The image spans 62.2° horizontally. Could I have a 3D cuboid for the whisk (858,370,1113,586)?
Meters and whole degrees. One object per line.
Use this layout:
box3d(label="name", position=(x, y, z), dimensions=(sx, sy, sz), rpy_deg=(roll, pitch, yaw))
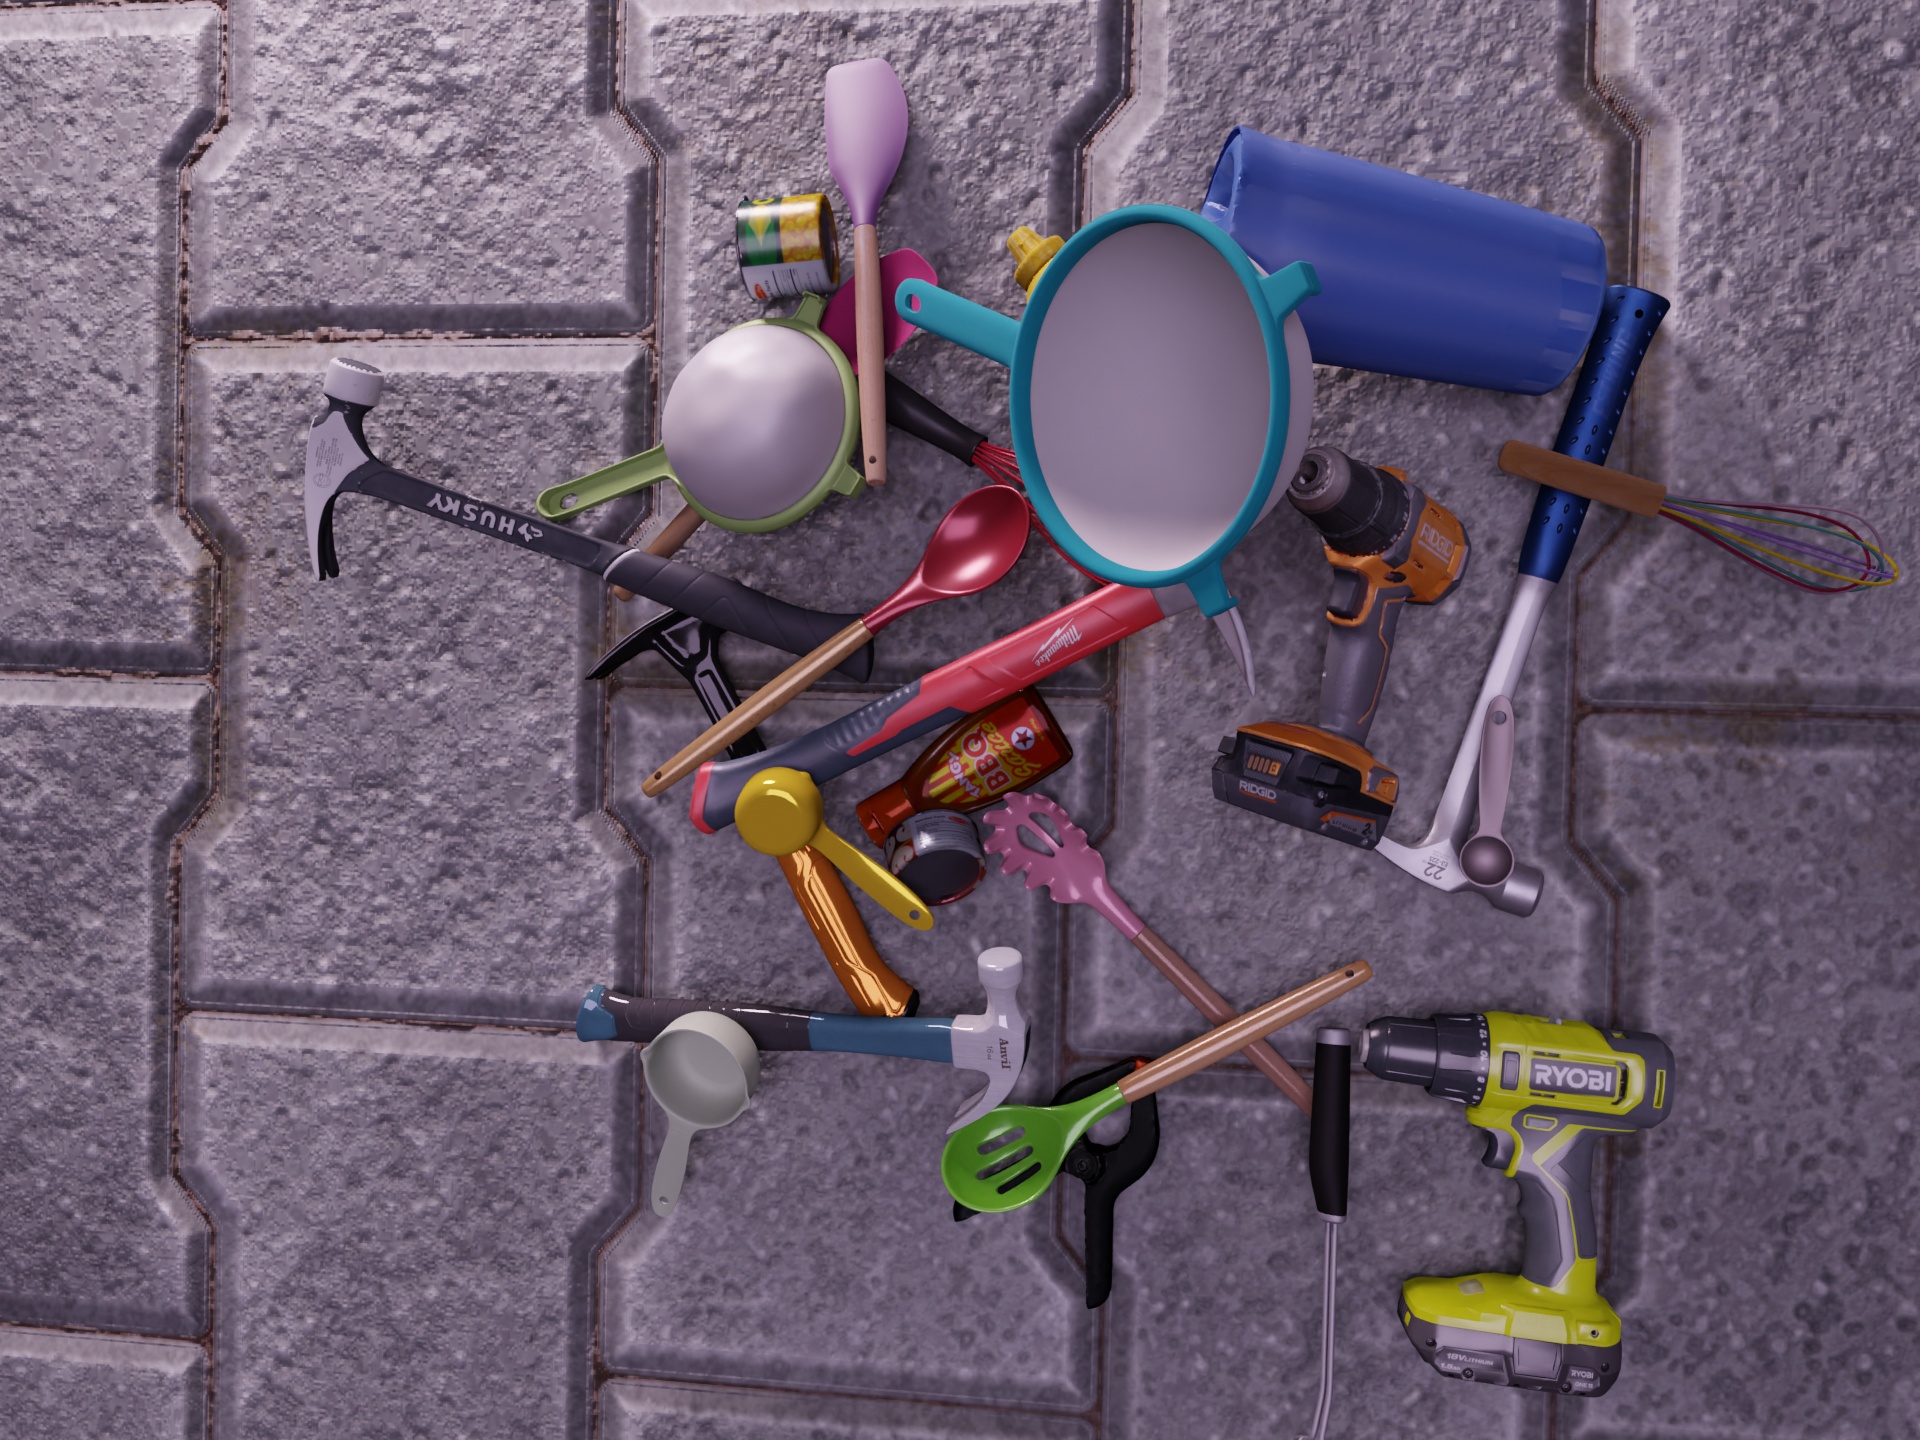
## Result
box3d(label="whisk", position=(0.029, -0.173, 1.076), dimensions=(0.296, 0.073, 0.073), rpy_deg=(32, 95, 13))

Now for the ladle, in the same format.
box3d(label="ladle", position=(-0.082, -0.045, 1.043), dimensions=(0.315, 0.031, 0.069), rpy_deg=(-36, 57, 3))

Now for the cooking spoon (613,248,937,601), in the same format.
box3d(label="cooking spoon", position=(-0.133, -0.198, 1.100), dimensions=(0.319, 0.017, 0.069), rpy_deg=(-45, 66, 12))

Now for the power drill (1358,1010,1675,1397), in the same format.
box3d(label="power drill", position=(0.349, 0.302, 1.031), dimensions=(0.190, 0.080, 0.228), rpy_deg=(5, 89, 7))

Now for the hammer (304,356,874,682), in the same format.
box3d(label="hammer", position=(-0.251, -0.107, 1.077), dimensions=(0.409, 0.036, 0.149), rpy_deg=(20, 103, 0))

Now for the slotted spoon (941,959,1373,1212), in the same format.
box3d(label="slotted spoon", position=(0.131, 0.237, 1.052), dimensions=(0.314, 0.031, 0.070), rpy_deg=(-28, 59, 3))

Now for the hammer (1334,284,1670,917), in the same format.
box3d(label="hammer", position=(0.368, -0.084, 1.039), dimensions=(0.144, 0.035, 0.405), rpy_deg=(19, 94, 7))

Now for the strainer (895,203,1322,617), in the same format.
box3d(label="strainer", position=(0.091, -0.212, 0.960), dimensions=(0.341, 0.095, 0.211), rpy_deg=(36, 124, 42))

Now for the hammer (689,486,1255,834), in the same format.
box3d(label="hammer", position=(-0.002, -0.003, 1.042), dimensions=(0.386, 0.038, 0.143), rpy_deg=(-26, 99, 13))

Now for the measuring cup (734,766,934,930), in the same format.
box3d(label="measuring cup", position=(-0.081, 0.092, 1.042), dimensions=(0.156, 0.029, 0.062), rpy_deg=(38, 108, -3))

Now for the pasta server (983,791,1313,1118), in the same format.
box3d(label="pasta server", position=(0.139, 0.165, 1.074), dimensions=(0.316, 0.040, 0.060), rpy_deg=(45, 103, 3))

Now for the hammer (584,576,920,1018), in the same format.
box3d(label="hammer", position=(-0.131, 0.074, 1.112), dimensions=(0.127, 0.034, 0.337), rpy_deg=(-29, 87, 7))

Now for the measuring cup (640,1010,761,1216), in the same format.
box3d(label="measuring cup", position=(-0.184, 0.271, 1.093), dimensions=(0.083, 0.038, 0.167), rpy_deg=(23, 117, 9))

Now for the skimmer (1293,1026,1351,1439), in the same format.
box3d(label="skimmer", position=(0.266, 0.385, 1.039), dimensions=(0.090, 0.127, 0.363), rpy_deg=(5, 83, -18))

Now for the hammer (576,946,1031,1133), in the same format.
box3d(label="hammer", position=(-0.113, 0.210, 1.087), dimensions=(0.331, 0.033, 0.128), rpy_deg=(0, 109, 17))

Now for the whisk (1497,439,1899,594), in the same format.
box3d(label="whisk", position=(0.458, -0.130, 0.993), dimensions=(0.245, 0.051, 0.047), rpy_deg=(20, 73, 10))

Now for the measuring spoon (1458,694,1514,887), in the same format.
box3d(label="measuring spoon", position=(0.341, 0.045, 1.023), dimensions=(0.034, 0.018, 0.124), rpy_deg=(7, 85, 7))

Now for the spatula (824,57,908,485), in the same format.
box3d(label="spatula", position=(-0.060, -0.307, 1.068), dimensions=(0.060, 0.018, 0.316), rpy_deg=(-5, 76, 11))

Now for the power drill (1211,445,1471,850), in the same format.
box3d(label="power drill", position=(0.228, -0.047, 0.971), dimensions=(0.084, 0.185, 0.226), rpy_deg=(18, 89, 40))

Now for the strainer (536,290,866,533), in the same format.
box3d(label="strainer", position=(-0.194, -0.190, 1.076), dimensions=(0.256, 0.069, 0.151), rpy_deg=(-17, 76, 19))
